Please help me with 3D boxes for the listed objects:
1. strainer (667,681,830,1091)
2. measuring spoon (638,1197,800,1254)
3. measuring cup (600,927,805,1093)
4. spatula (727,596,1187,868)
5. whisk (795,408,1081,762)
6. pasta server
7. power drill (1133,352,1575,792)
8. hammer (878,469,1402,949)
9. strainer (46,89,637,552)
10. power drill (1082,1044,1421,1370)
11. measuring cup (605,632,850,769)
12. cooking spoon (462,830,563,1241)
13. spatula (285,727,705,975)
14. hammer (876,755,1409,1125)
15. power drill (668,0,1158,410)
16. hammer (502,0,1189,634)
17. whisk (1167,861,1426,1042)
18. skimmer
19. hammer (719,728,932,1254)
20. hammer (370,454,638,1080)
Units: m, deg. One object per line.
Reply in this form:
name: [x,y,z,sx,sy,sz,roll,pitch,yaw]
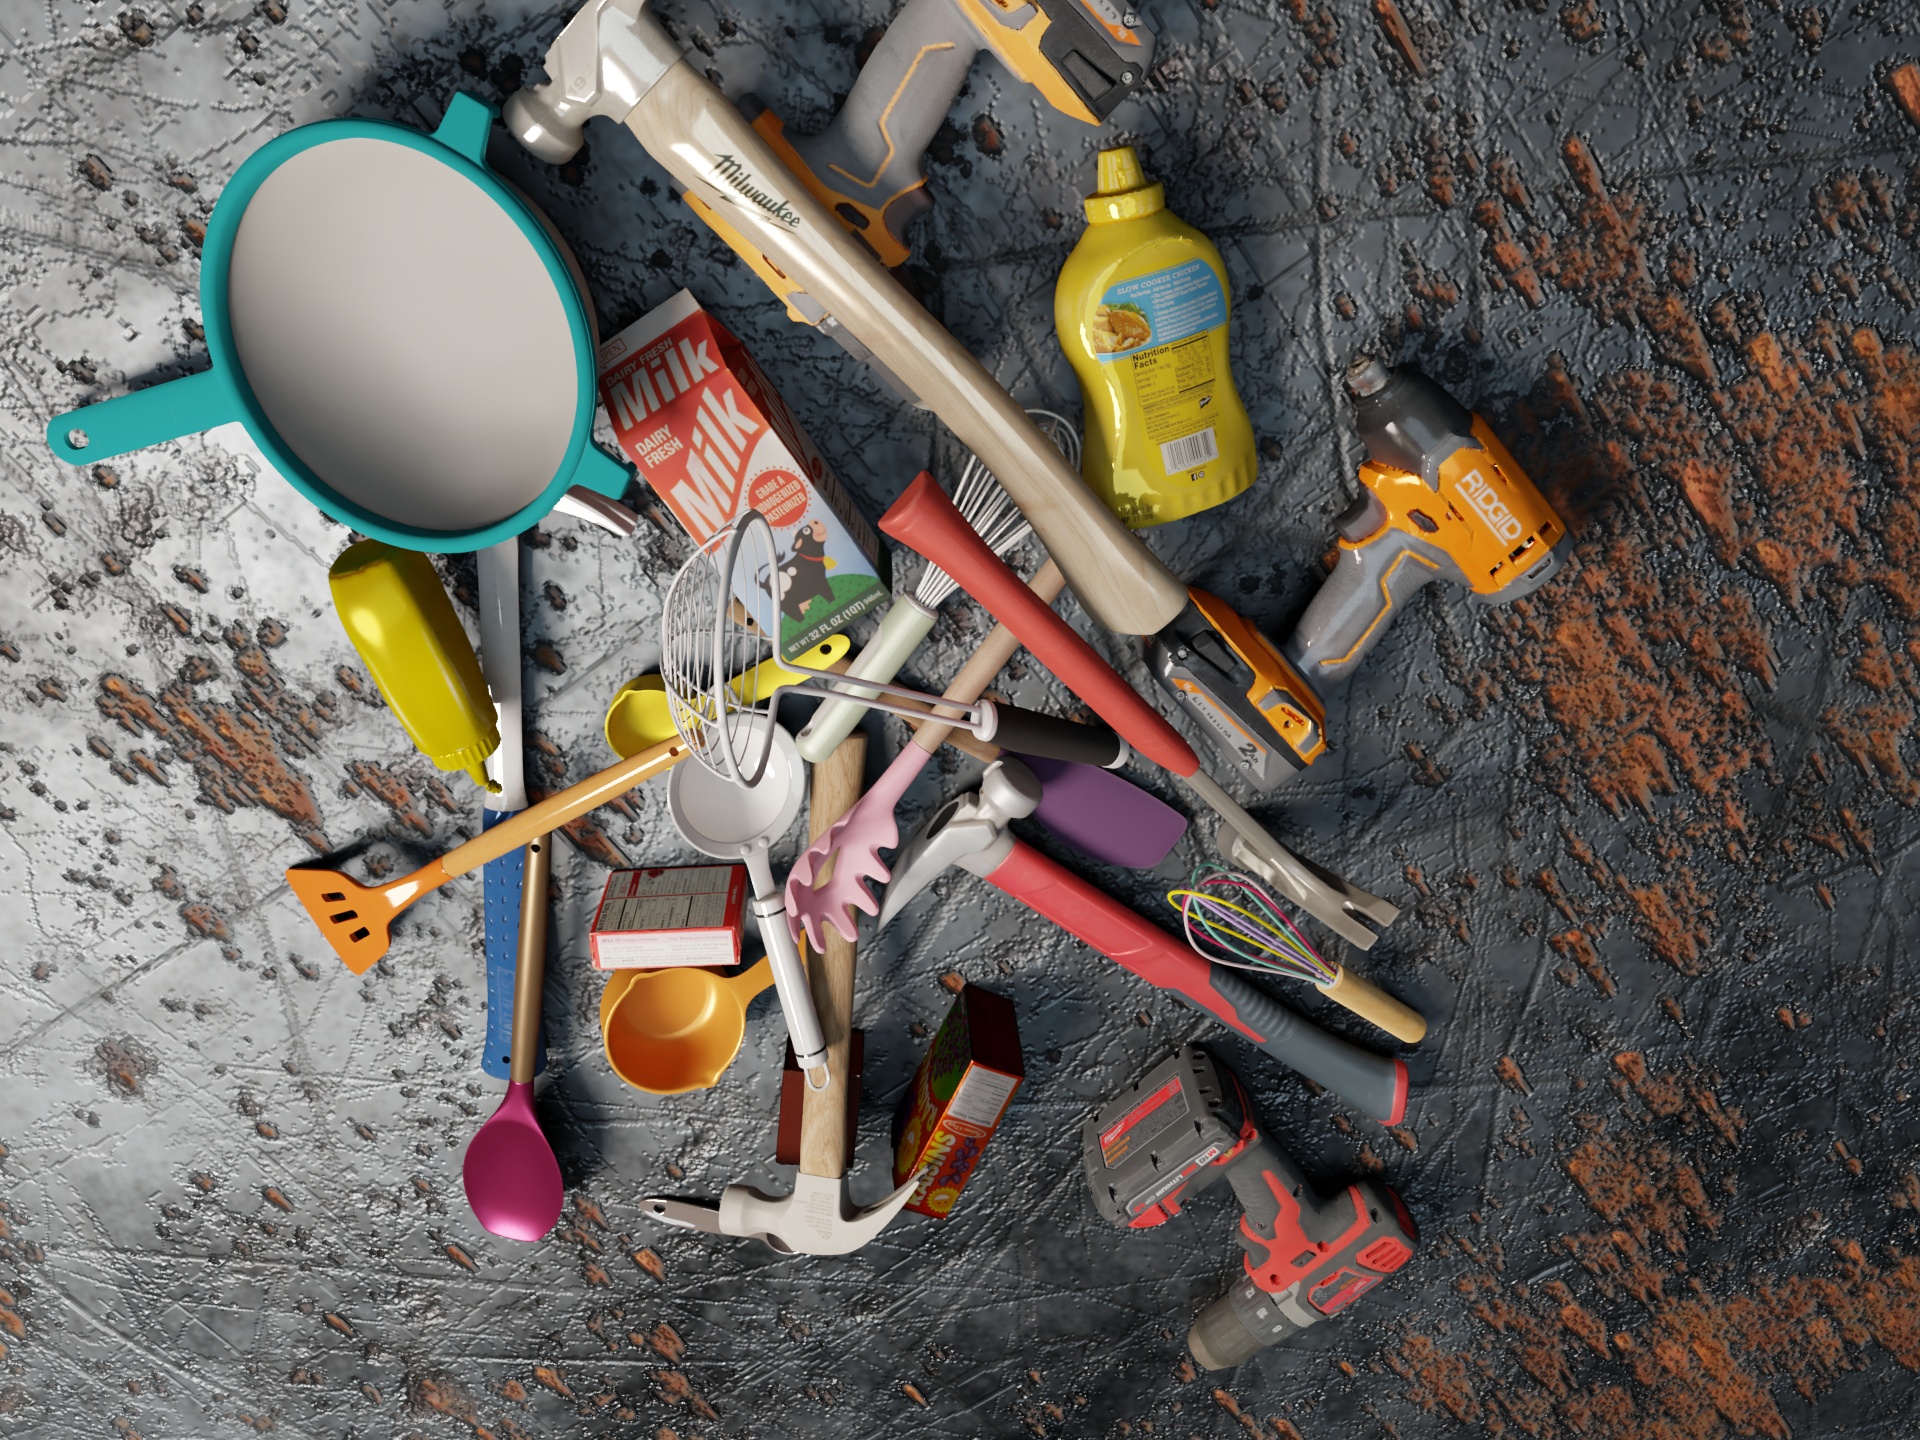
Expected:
strainer: [-0.117,0.101,0.937,0.087,0.050,0.258,-20,102,-28]
measuring spoon: [-0.163,0.347,1.114,0.124,0.018,0.034,11,114,0]
measuring cup: [-0.149,0.163,1.014,0.173,0.052,0.095,-33,115,-9]
spatula: [-0.002,0.009,0.961,0.315,0.018,0.059,30,114,-16]
whisk: [-0.018,-0.072,0.896,0.059,0.058,0.246,32,107,-21]
pasta server: [-0.001,-0.003,0.912,0.316,0.040,0.060,-52,135,5]
power drill: [0.209,-0.086,0.895,0.226,0.084,0.164,-41,109,11]
hammer: [0.094,-0.003,0.863,0.358,0.149,0.037,42,87,-27]
strainer: [-0.322,-0.189,0.828,0.340,0.095,0.210,-9,114,22]
power drill: [0.183,0.348,1.095,0.188,0.080,0.226,-42,112,16]
measuring cup: [-0.135,-0.021,0.933,0.156,0.029,0.062,-24,121,9]
cooking spoon: [-0.273,0.203,0.999,0.069,0.017,0.318,12,114,3]
spatula: [-0.275,0.071,0.927,0.322,0.041,0.081,-26,103,21]
hammer: [0.132,0.171,1.027,0.386,0.038,0.143,33,118,-18]
power drill: [-0.007,-0.281,0.797,0.226,0.084,0.185,-39,111,19]
hammer: [-0.022,-0.196,0.783,0.146,0.038,0.410,-37,112,27]
whisk: [0.216,0.152,1.002,0.244,0.051,0.047,32,129,-33]
skimmer: [-0.008,-0.011,0.821,0.363,0.090,0.127,13,75,-45]
hammer: [-0.078,0.169,0.975,0.130,0.031,0.331,5,99,12]
hammer: [-0.267,0.042,0.955,0.144,0.035,0.405,4,114,-4]
